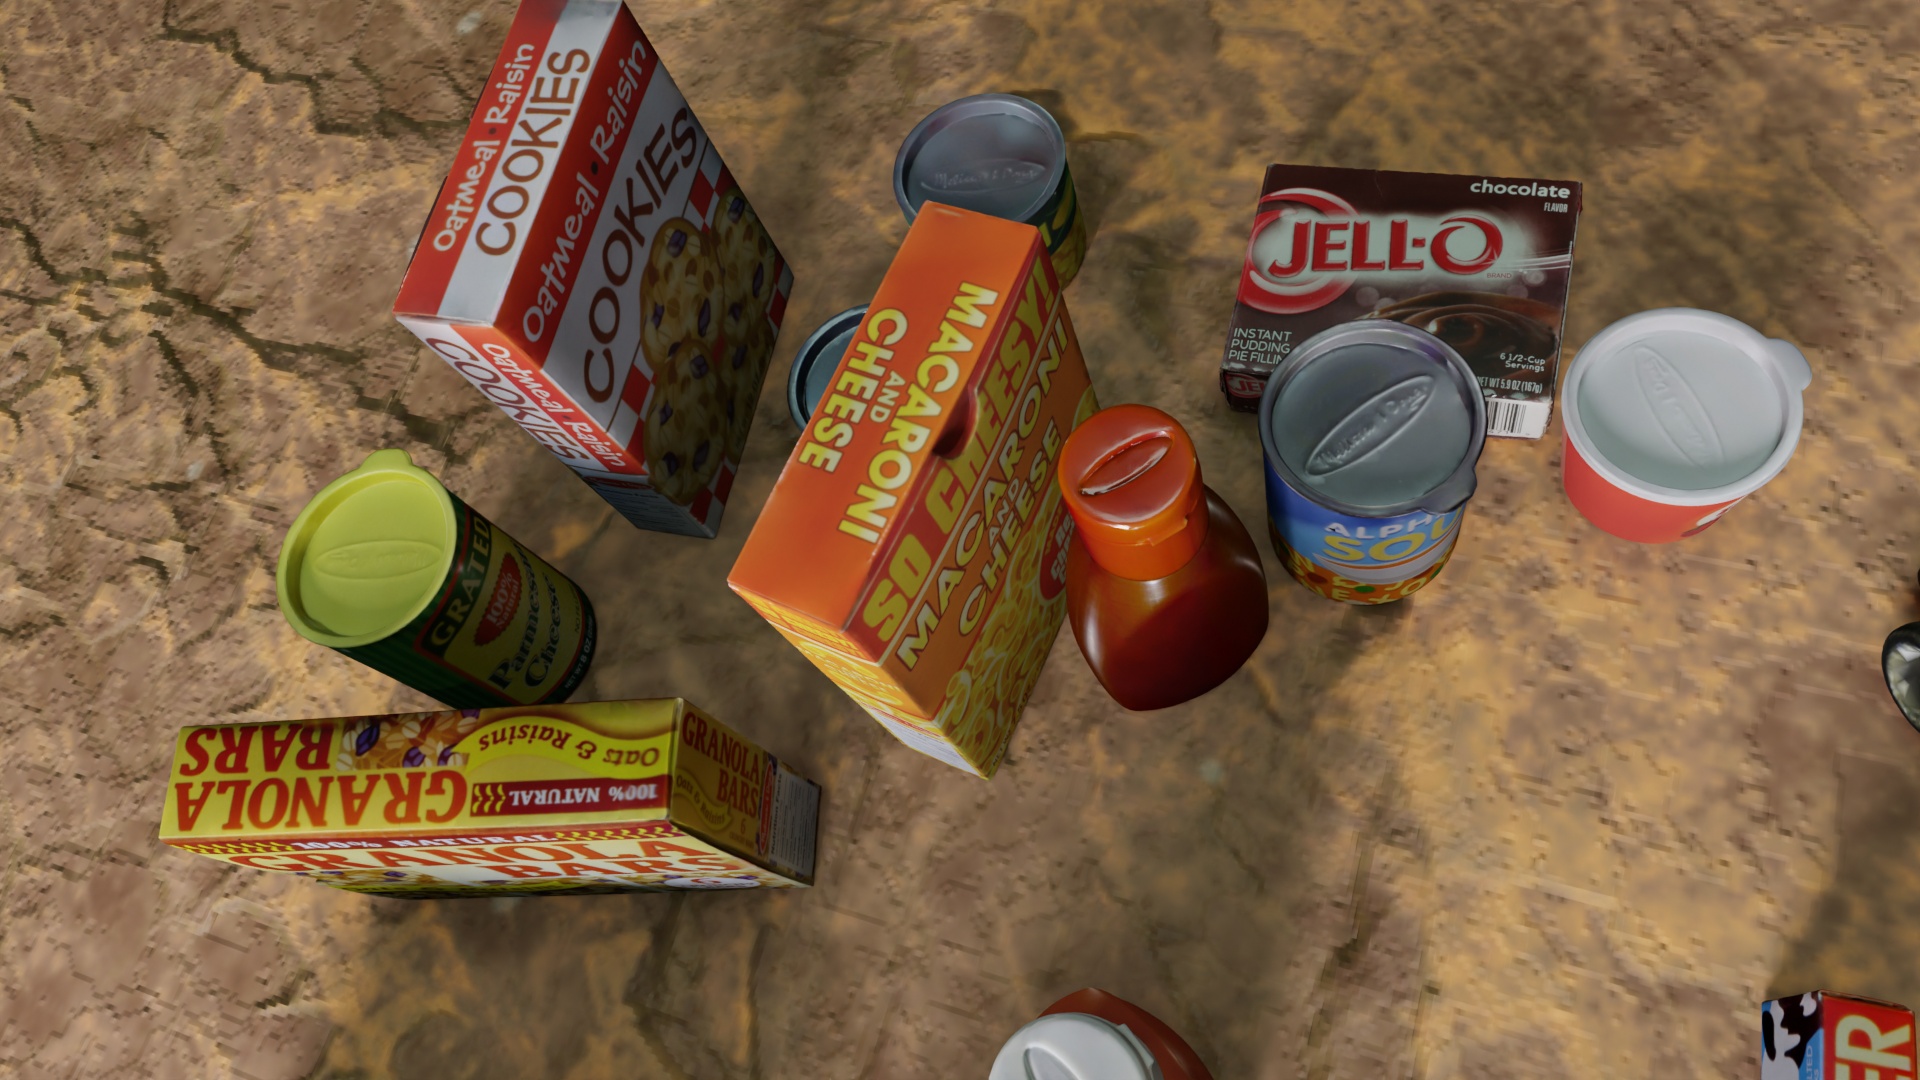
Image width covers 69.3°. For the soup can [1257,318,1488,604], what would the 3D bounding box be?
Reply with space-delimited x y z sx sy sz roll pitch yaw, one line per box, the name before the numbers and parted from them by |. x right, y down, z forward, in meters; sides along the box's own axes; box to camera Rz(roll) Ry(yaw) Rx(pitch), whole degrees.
soup can | 0.134 -0.020 0.451 0.071 0.083 0.071 -5 67 12

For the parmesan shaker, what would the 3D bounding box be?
parmesan shaker | -0.184 0.020 0.504 0.071 0.102 0.071 -5 67 12

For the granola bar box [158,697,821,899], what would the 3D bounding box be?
granola bar box | -0.144 0.089 0.453 0.165 0.124 0.039 -5 67 12

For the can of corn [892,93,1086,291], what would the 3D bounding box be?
can of corn | 0.013 -0.127 0.542 0.071 0.058 0.071 -5 67 12

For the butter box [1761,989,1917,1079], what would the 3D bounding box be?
butter box | 0.228 0.173 0.362 0.024 0.053 0.104 6 69 17

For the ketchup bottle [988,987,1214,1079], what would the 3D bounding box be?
ketchup bottle | 0.041 0.148 0.367 0.043 0.148 0.065 -40 64 -4

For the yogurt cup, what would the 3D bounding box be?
yogurt cup | 0.228 -0.033 0.450 0.072 0.053 0.072 -5 67 12

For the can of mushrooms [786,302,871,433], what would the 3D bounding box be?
can of mushrooms | -0.029 -0.054 0.535 0.071 0.033 0.071 -5 67 12

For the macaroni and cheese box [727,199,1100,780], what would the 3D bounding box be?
macaroni and cheese box | 0.002 -0.005 0.433 0.040 0.166 0.124 19 74 21

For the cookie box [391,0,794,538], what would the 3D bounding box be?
cookie box | -0.120 -0.090 0.499 0.040 0.167 0.123 7 70 17

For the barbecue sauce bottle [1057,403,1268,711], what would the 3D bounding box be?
barbecue sauce bottle | 0.060 0.008 0.422 0.065 0.148 0.044 -31 64 0
